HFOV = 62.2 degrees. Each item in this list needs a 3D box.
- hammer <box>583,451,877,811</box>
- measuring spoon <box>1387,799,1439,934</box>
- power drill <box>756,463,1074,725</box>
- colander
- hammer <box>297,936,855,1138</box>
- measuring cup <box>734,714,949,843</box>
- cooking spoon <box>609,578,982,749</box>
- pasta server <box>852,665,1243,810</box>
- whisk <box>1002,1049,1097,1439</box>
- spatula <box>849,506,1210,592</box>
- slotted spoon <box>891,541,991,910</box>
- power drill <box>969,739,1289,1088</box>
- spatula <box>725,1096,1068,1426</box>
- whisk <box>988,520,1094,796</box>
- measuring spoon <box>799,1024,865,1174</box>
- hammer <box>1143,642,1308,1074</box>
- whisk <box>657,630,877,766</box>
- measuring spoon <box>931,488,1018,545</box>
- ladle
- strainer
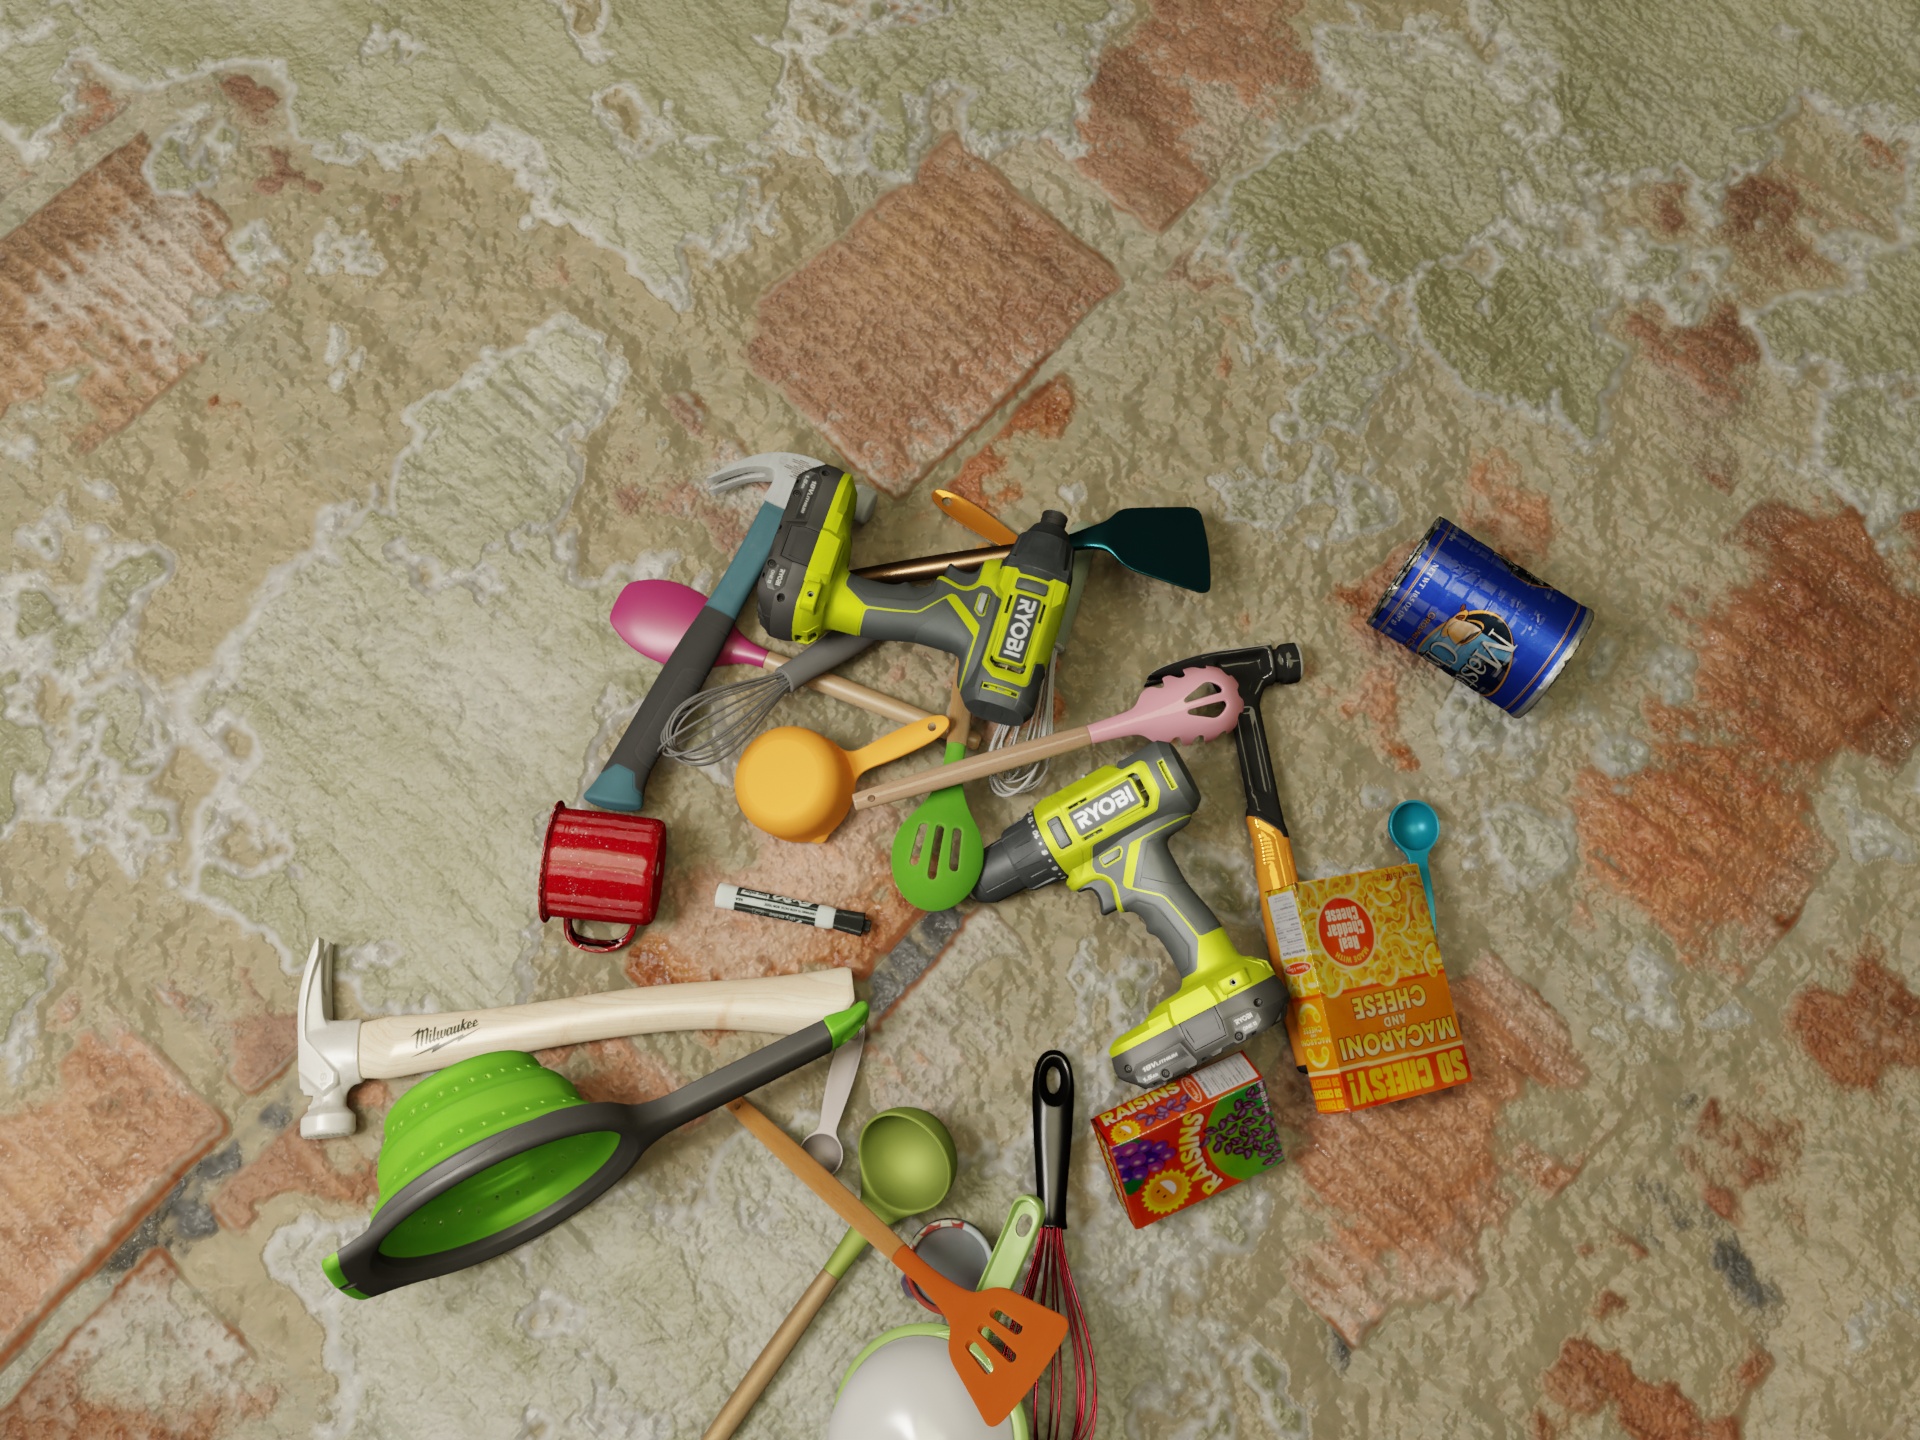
[{"bbox_3d":[-0.196,-0.072,1.259,0.128,0.033,0.331,26,73,6],"label":"hammer"},{"bbox_3d":[0.356,0.127,1.248,0.042,0.021,0.129,-1,83,-12],"label":"measuring spoon"},{"bbox_3d":[-0.029,-0.107,1.219,0.223,0.080,0.171,17,73,2],"label":"power drill"},{"bbox_3d":[-0.256,0.262,1.118,0.397,0.204,0.095,-23,64,-19],"label":"colander"},{"bbox_3d":[-0.285,0.215,1.194,0.410,0.038,0.146,-6,73,-4],"label":"hammer"},{"bbox_3d":[-0.092,0.031,1.219,0.173,0.052,0.095,-24,74,9],"label":"measuring cup"},{"bbox_3d":[-0.132,-0.040,1.278,0.319,0.017,0.069,21,72,5],"label":"cooking spoon"},{"bbox_3d":[0.071,0.019,1.212,0.316,0.040,0.060,-16,85,-7],"label":"pasta server"},{"bbox_3d":[0.064,0.386,1.145,0.073,0.073,0.296,3,68,-1],"label":"whisk"},{"bbox_3d":[0.039,-0.126,1.281,0.317,0.044,0.082,-7,62,9],"label":"spatula"},{"bbox_3d":[-0.002,-0.004,1.250,0.070,0.031,0.314,7,66,4],"label":"slotted spoon"},{"bbox_3d":[0.123,0.153,1.190,0.190,0.080,0.229,-30,76,11],"label":"power drill"},{"bbox_3d":[-0.061,0.349,1.094,0.323,0.041,0.081,32,75,33],"label":"spatula"},{"bbox_3d":[0.069,-0.052,1.276,0.057,0.059,0.246,30,67,-32],"label":"whisk"},{"bbox_3d":[-0.091,0.283,1.193,0.034,0.018,0.124,10,67,11],"label":"measuring spoon"},{"bbox_3d":[0.236,0.106,1.238,0.127,0.034,0.337,-8,75,-5],"label":"hammer"},{"bbox_3d":[-0.136,-0.034,1.236,0.239,0.055,0.055,-35,77,-30],"label":"whisk"},{"bbox_3d":[0.024,-0.158,1.322,0.117,0.011,0.021,34,72,12],"label":"measuring spoon"},{"bbox_3d":[-0.111,0.416,1.132,0.078,0.062,0.320,33,78,19],"label":"ladle"},{"bbox_3d":[-0.012,0.440,1.073,0.152,0.069,0.256,23,88,29],"label":"strainer"}]
